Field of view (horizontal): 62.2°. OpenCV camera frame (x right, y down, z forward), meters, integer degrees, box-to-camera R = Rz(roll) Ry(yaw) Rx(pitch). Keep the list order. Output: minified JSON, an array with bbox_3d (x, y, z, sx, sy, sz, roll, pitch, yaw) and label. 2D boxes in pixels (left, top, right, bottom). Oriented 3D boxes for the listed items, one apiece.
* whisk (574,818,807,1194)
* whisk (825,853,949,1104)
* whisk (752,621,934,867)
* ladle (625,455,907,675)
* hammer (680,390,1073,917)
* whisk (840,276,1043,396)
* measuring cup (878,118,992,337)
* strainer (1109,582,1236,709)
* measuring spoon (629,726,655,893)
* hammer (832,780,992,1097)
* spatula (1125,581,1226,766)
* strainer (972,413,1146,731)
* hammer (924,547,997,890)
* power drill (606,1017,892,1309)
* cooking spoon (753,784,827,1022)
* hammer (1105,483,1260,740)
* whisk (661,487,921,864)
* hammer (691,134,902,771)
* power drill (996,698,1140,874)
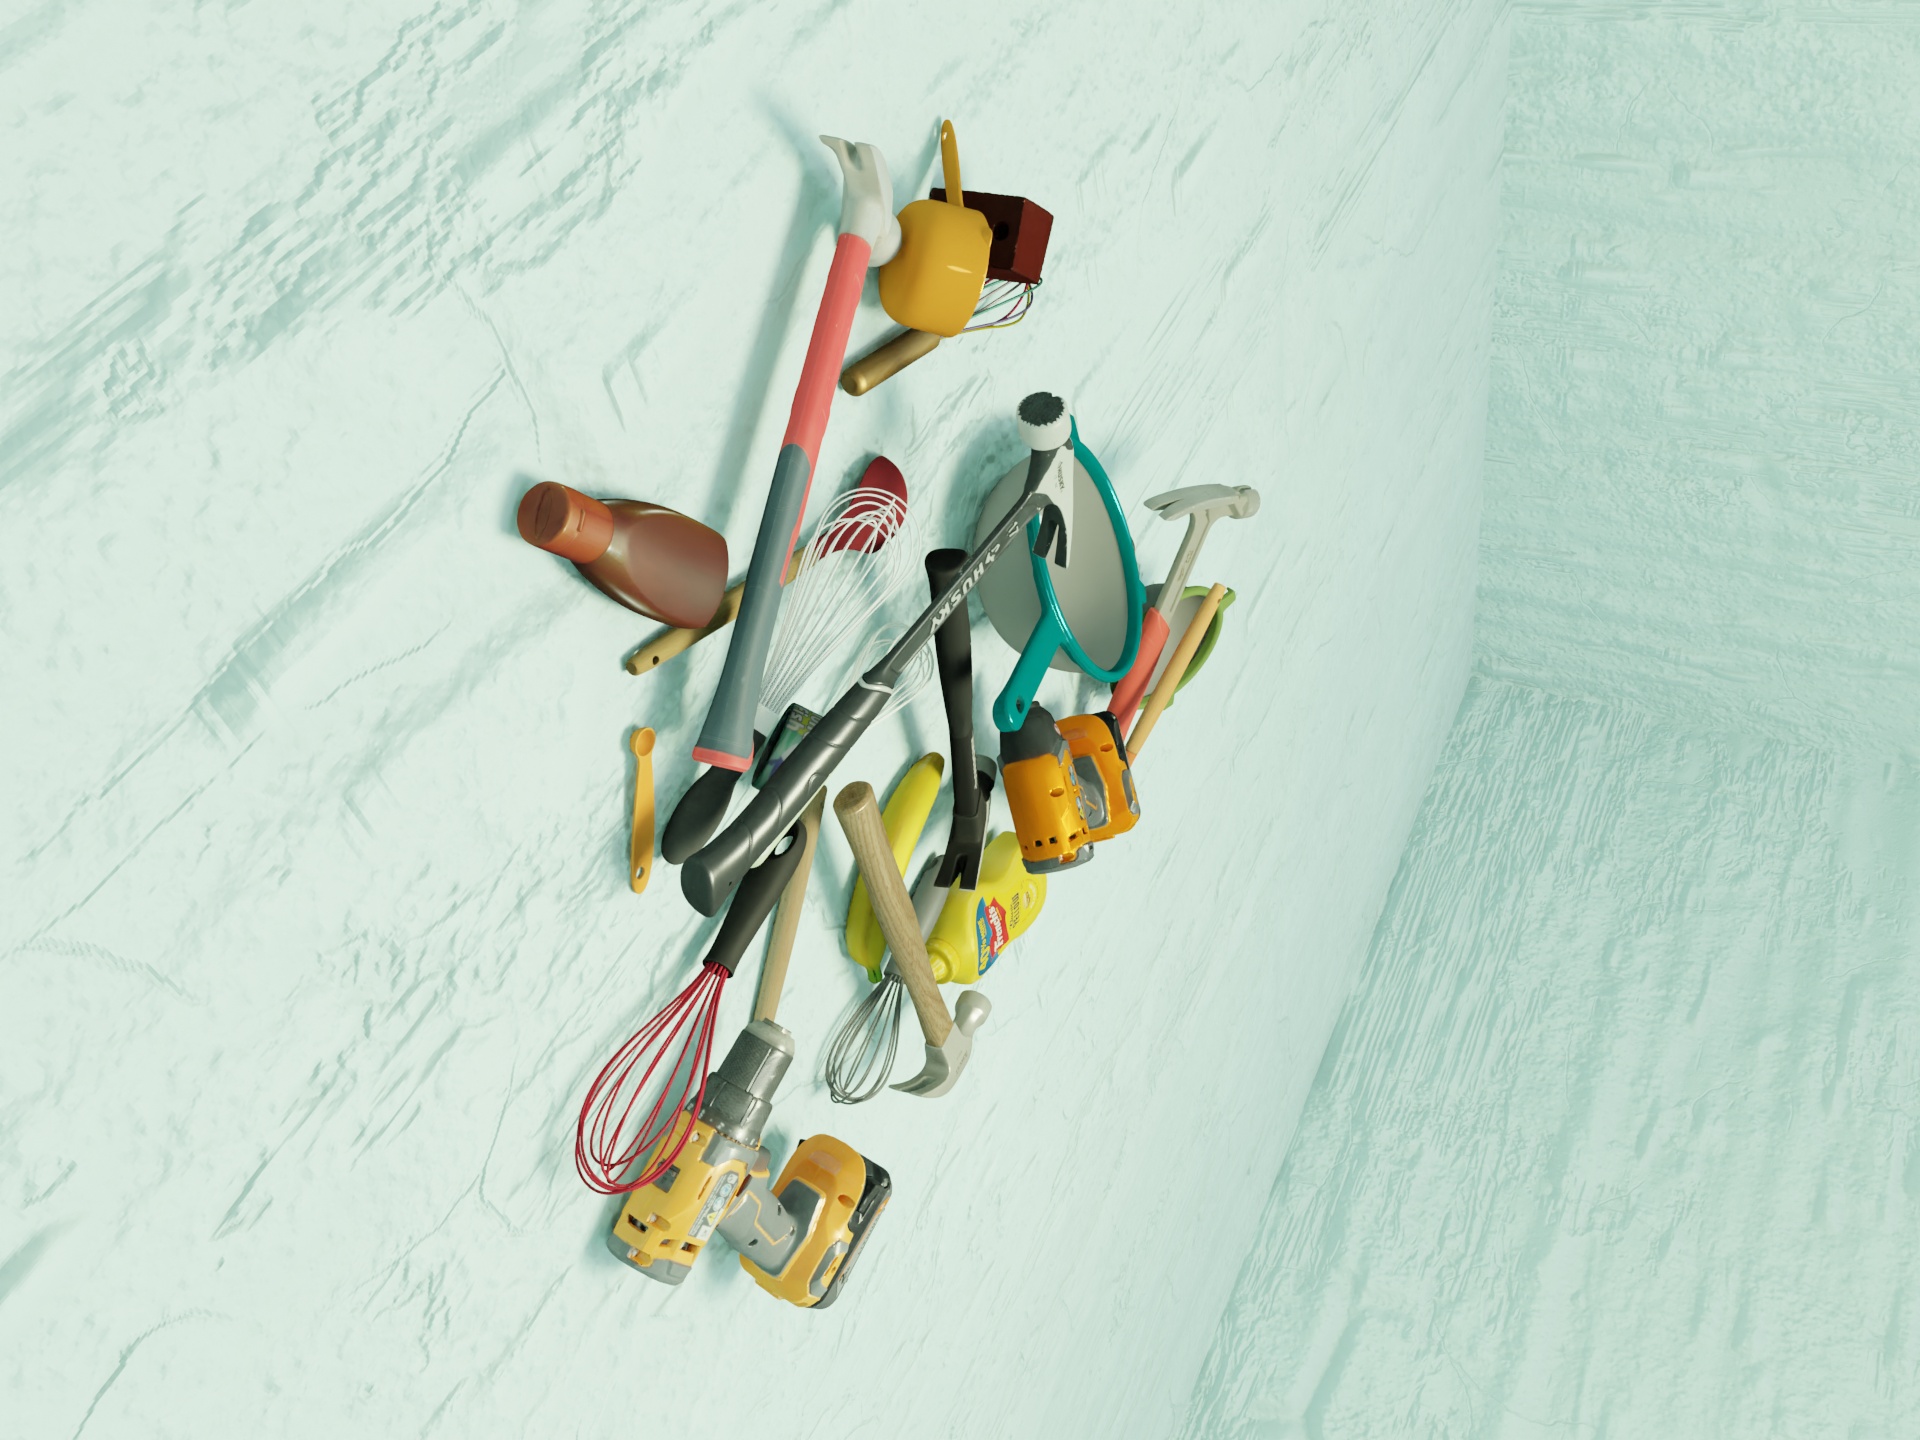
[{"bbox_3d":[-0.171,0.183,1.069,0.073,0.073,0.296,73,34,-47],"label":"whisk"},{"bbox_3d":[-0.053,0.214,1.336,0.055,0.055,0.239,67,40,-51],"label":"whisk"},{"bbox_3d":[-0.091,0.014,1.164,0.057,0.059,0.246,47,56,-17],"label":"whisk"},{"bbox_3d":[-0.118,-0.103,1.070,0.315,0.031,0.069,-42,138,-47],"label":"ladle"},{"bbox_3d":[-0.045,-0.034,1.054,0.409,0.036,0.149,-51,153,-21],"label":"hammer"},{"bbox_3d":[-0.009,-0.289,1.176,0.245,0.051,0.047,-44,146,-43],"label":"whisk"},{"bbox_3d":[-0.024,-0.350,1.102,0.052,0.095,0.174,5,68,-25],"label":"measuring cup"},{"bbox_3d":[0.160,-0.090,1.608,0.256,0.069,0.151,2,124,-46],"label":"strainer"},{"bbox_3d":[-0.202,0.057,0.998,0.021,0.011,0.116,-33,135,-56],"label":"measuring spoon"},{"bbox_3d":[-0.044,0.178,1.251,0.130,0.031,0.331,-60,146,-40],"label":"hammer"},{"bbox_3d":[0.173,0.004,1.568,0.081,0.041,0.322,7,115,-53],"label":"spatula"},{"bbox_3d":[0.051,-0.091,1.288,0.210,0.095,0.341,63,32,-27],"label":"strainer"},{"bbox_3d":[-0.002,-0.004,1.246,0.334,0.035,0.146,85,12,-49],"label":"hammer"},{"bbox_3d":[-0.137,0.325,1.153,0.185,0.084,0.226,-61,144,-12],"label":"power drill"},{"bbox_3d":[-0.141,0.201,1.181,0.068,0.017,0.319,5,99,-64],"label":"cooking spoon"},{"bbox_3d":[0.176,-0.066,1.549,0.149,0.037,0.358,-15,136,-43],"label":"hammer"},{"bbox_3d":[-0.115,-0.028,1.045,0.284,0.070,0.070,-59,152,-7],"label":"whisk"},{"bbox_3d":[-0.105,-0.160,0.983,0.143,0.038,0.386,55,48,-83],"label":"hammer"},{"bbox_3d":[0.094,0.045,1.450,0.226,0.084,0.164,-10,86,-72],"label":"power drill"}]
